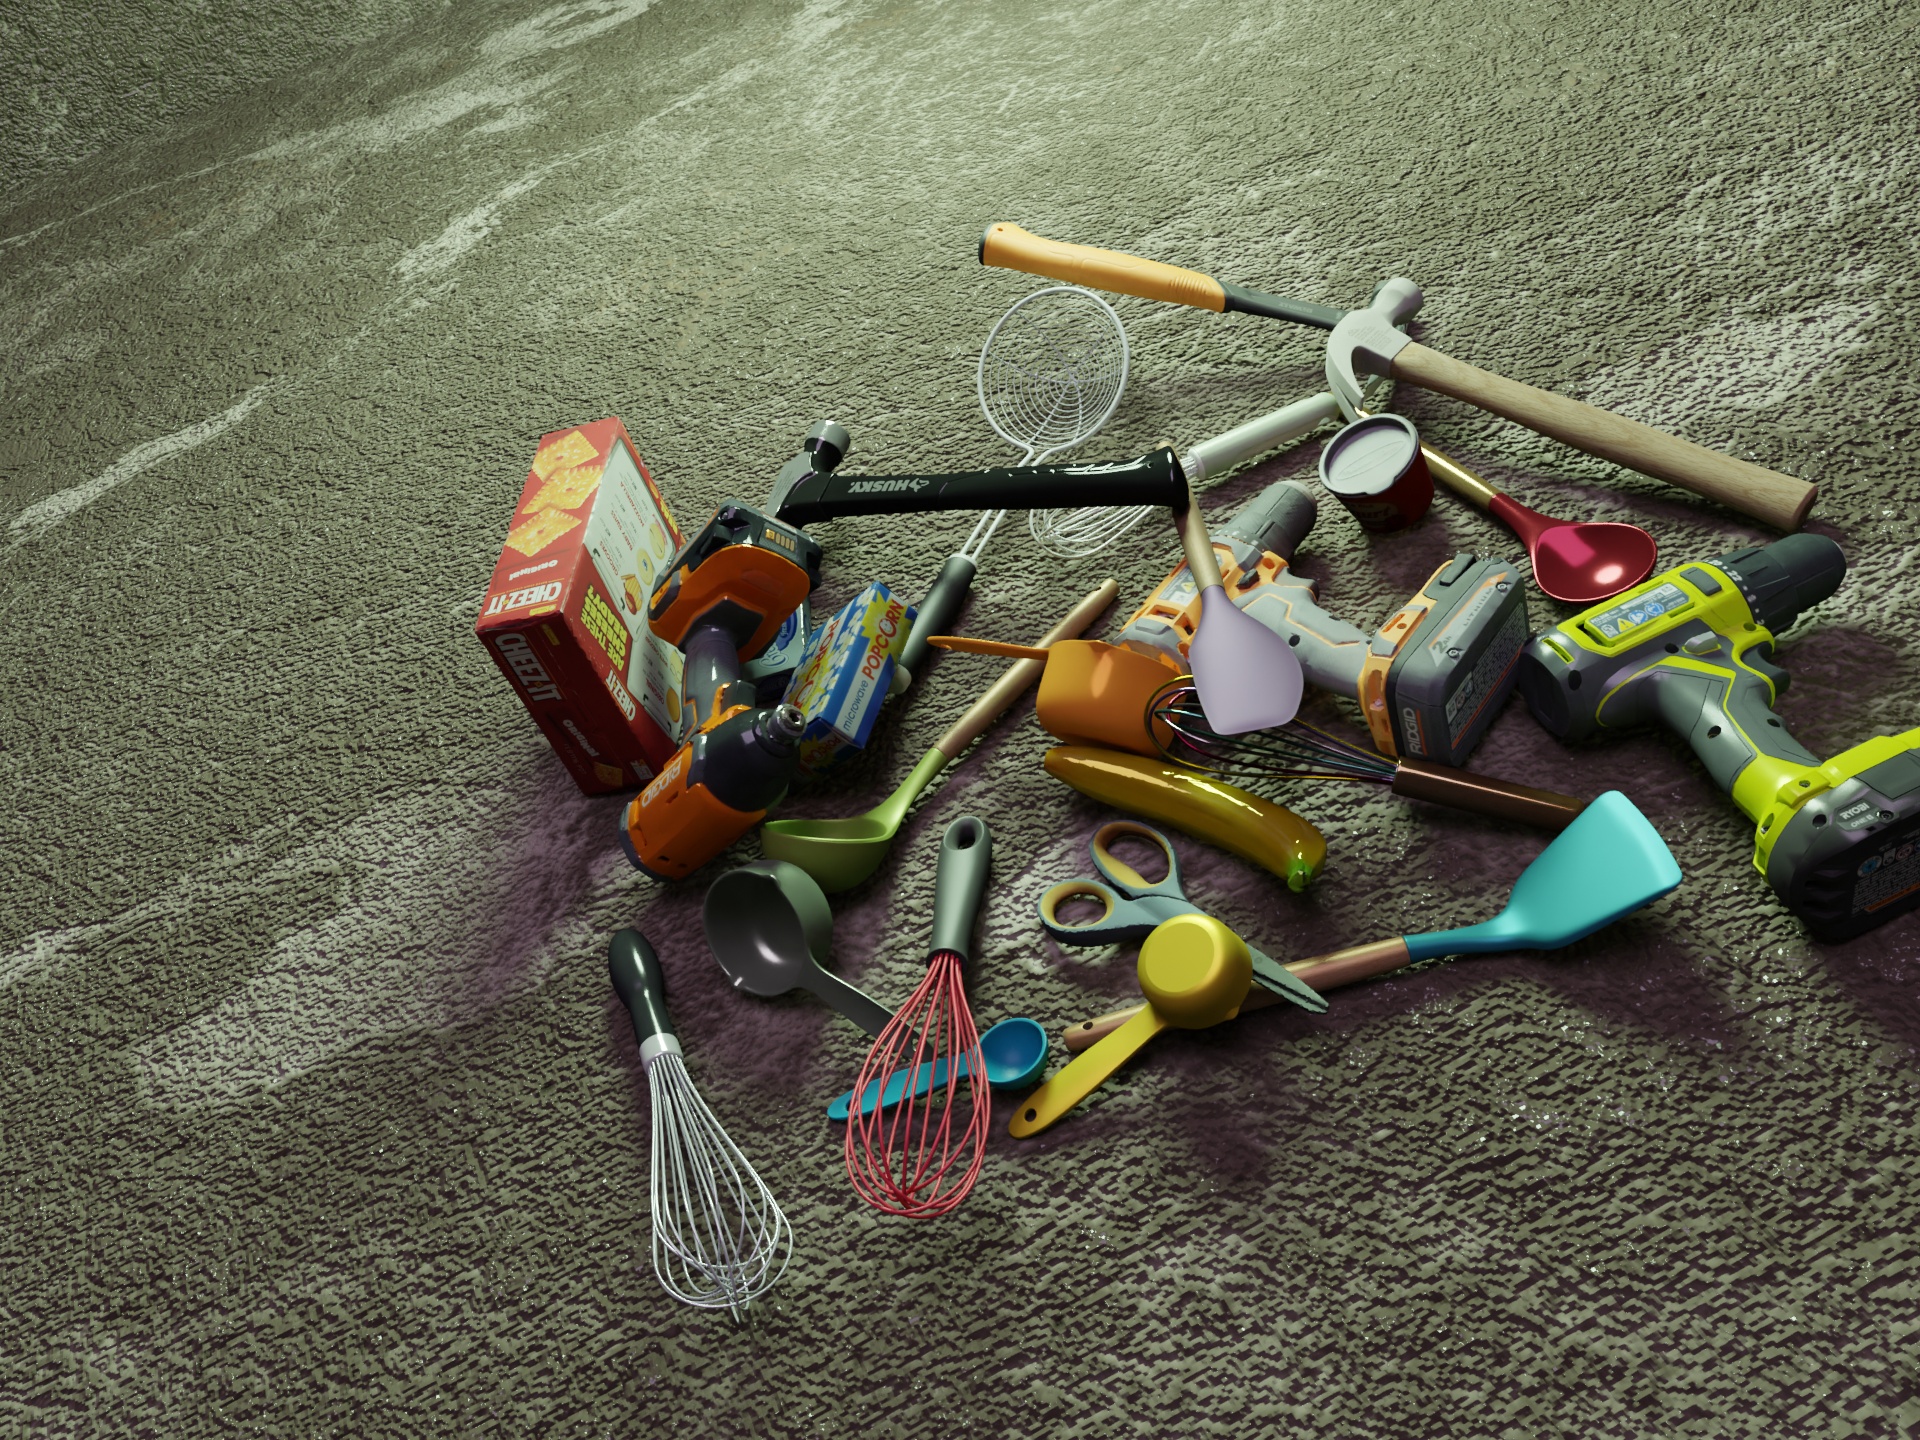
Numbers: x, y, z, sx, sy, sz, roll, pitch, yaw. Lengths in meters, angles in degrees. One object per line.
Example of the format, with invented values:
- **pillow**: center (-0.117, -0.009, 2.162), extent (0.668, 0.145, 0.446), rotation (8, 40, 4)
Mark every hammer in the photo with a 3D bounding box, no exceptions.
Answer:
- **hammer**: center (0.172, -0.328, 1.222), extent (0.337, 0.034, 0.127), rotation (16, 46, 12)
- **hammer**: center (0.390, -0.200, 1.049), extent (0.331, 0.031, 0.130), rotation (31, 62, 30)
- **hammer**: center (0.003, -0.155, 1.100), extent (0.335, 0.035, 0.146), rotation (3, 55, 33)

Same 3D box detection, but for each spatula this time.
- **spatula**: center (0.153, -0.092, 0.977), extent (0.060, 0.018, 0.316), rotation (-11, 38, 4)
- **spatula**: center (0.204, 0.117, 0.825), extent (0.317, 0.044, 0.082), rotation (-17, 31, 6)

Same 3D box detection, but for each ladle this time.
- **ladle**: center (0.340, -0.156, 1.063), extent (0.069, 0.031, 0.316), rotation (-37, 42, -1)
- **ladle**: center (-0.002, -0.003, 1.015), extent (0.078, 0.062, 0.320), rotation (9, 45, 49)

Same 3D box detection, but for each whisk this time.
- **whisk**: center (-0.010, 0.143, 0.849), extent (0.073, 0.073, 0.296), rotation (-8, 32, 13)
- **whisk**: center (0.163, -0.180, 1.141), extent (0.246, 0.057, 0.059), rotation (-24, 78, -7)
- **whisk**: center (-0.155, 0.206, 0.864), extent (0.070, 0.070, 0.285), rotation (-26, 38, -7)
- **whisk**: center (0.221, 0.021, 0.885), extent (0.245, 0.051, 0.047), rotation (14, 69, 14)

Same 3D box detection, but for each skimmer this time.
- **skimmer**: center (0.019, -0.175, 1.152), extent (0.127, 0.090, 0.363), rotation (9, 50, 27)

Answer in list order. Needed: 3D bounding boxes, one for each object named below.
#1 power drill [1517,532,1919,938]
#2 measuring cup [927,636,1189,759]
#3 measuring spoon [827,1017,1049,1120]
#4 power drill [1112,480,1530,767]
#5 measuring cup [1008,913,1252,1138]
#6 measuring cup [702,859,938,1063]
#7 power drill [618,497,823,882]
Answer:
- **power drill**: center (0.440, -0.009, 0.843), extent (0.190, 0.080, 0.229), rotation (-25, 41, -4)
- **measuring cup**: center (0.052, -0.016, 0.977), extent (0.174, 0.095, 0.052), rotation (10, 77, 23)
- **measuring spoon**: center (-0.010, 0.195, 0.850), extent (0.128, 0.021, 0.042), rotation (-21, 35, 12)
- **power drill**: center (0.232, -0.071, 0.981), extent (0.226, 0.084, 0.185), rotation (18, 55, 40)
- **measuring cup**: center (0.080, 0.158, 0.812), extent (0.156, 0.029, 0.062), rotation (-41, 44, 2)
- **measuring cup**: center (-0.072, 0.139, 0.903), extent (0.168, 0.083, 0.038), rotation (31, 28, 20)
- **power drill**: center (-0.143, -0.028, 1.004), extent (0.164, 0.084, 0.227), rotation (-38, 39, 40)
